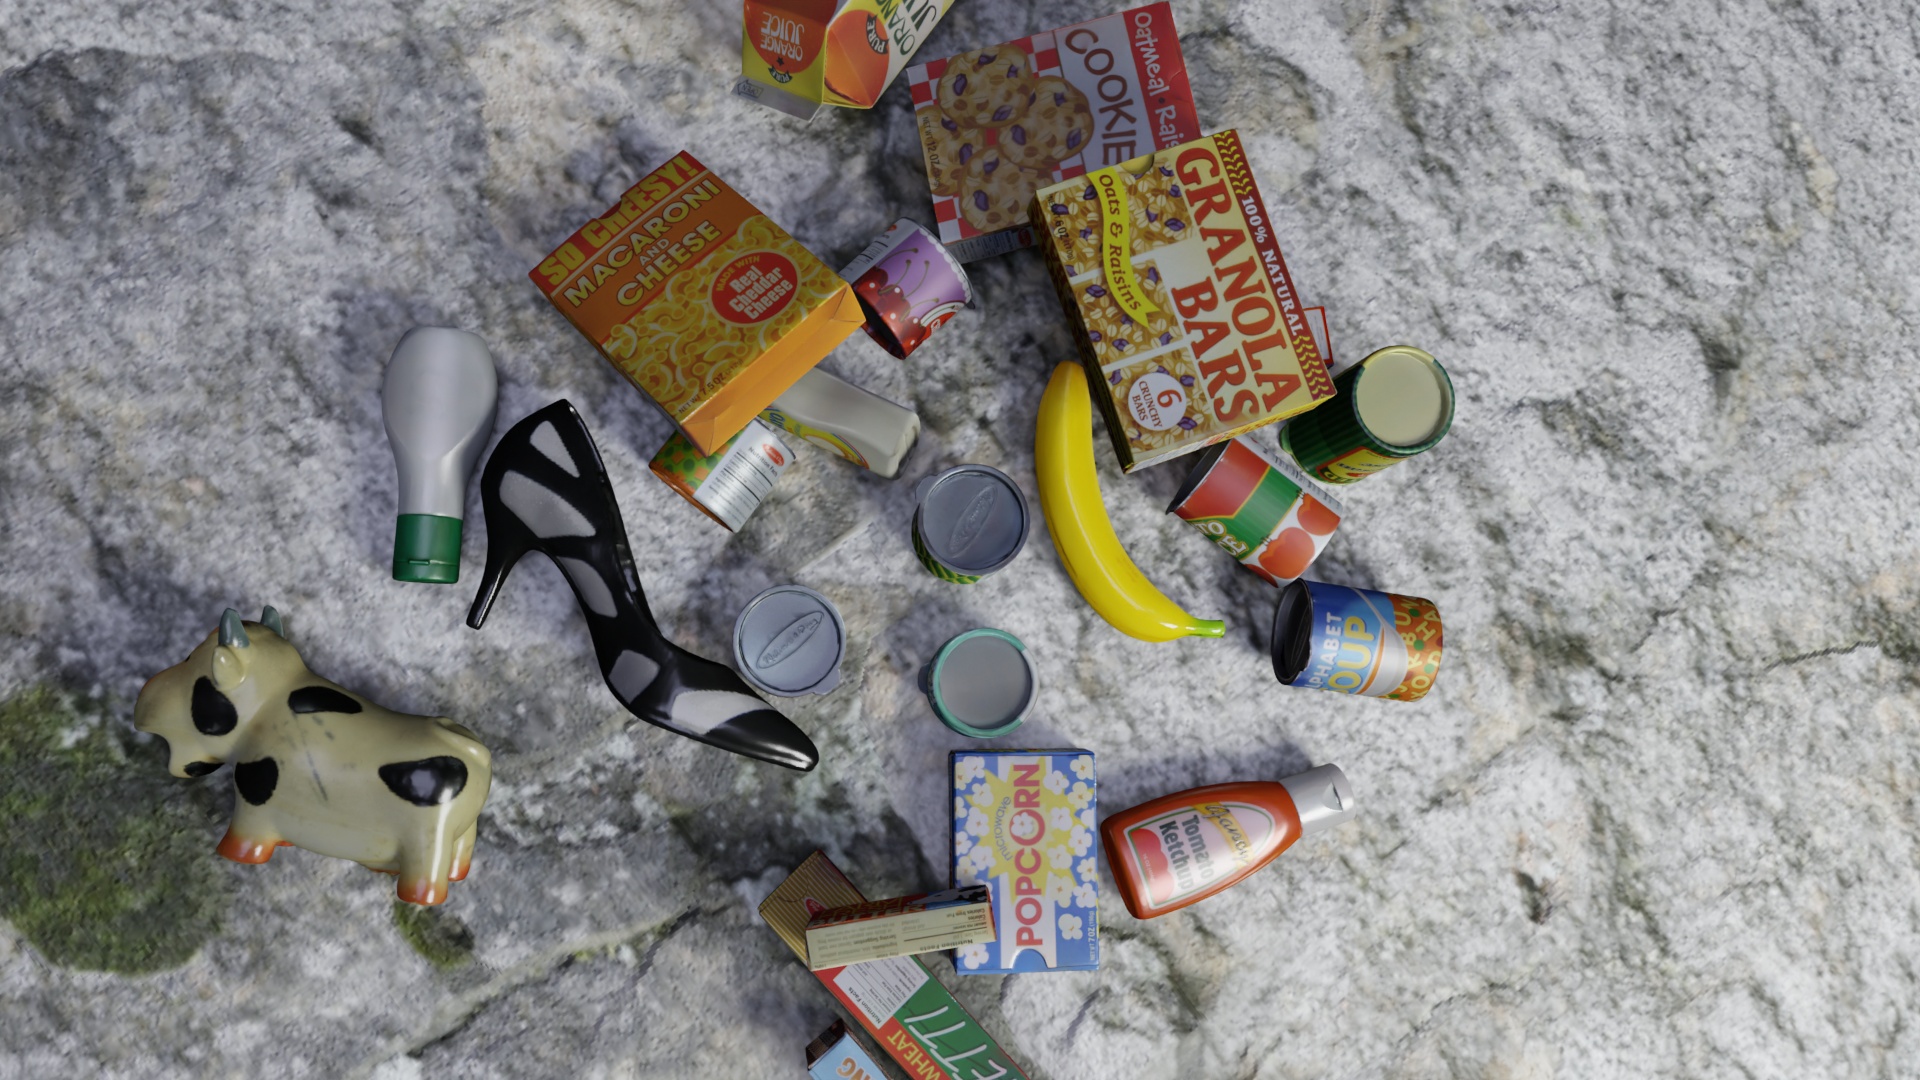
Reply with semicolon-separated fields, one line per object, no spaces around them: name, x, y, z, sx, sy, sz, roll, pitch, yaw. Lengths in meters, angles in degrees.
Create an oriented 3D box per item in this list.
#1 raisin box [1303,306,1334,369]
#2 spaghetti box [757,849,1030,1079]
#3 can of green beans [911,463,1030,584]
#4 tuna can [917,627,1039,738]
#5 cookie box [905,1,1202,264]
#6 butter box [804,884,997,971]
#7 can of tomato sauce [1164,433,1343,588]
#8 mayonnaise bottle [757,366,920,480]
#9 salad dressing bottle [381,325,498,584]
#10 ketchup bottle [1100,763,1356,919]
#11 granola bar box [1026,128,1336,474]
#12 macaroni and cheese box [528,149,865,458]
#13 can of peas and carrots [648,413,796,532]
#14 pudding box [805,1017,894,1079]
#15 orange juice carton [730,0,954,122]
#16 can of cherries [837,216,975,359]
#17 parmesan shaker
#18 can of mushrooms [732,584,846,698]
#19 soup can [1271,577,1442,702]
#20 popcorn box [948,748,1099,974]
raisin box;0.153;-0.109;0.852;0.123;0.086;0.040;-8;85;-8
spaghetti box;-0.016;0.287;0.804;0.050;0.028;0.250;-43;88;-10
can of green beans;0.005;-0.009;0.834;0.071;0.057;0.071;1;82;-6
tuna can;0.011;0.085;0.834;0.071;0.032;0.071;1;82;-7
cookie box;0.060;-0.251;0.859;0.167;0.040;0.123;-12;77;6
butter box;-0.033;0.212;0.765;0.103;0.053;0.024;-9;85;-1
can of tomato sauce;0.180;-0.019;0.853;0.083;0.071;0.071;36;80;-1
mayonnaise bottle;-0.098;-0.085;0.832;0.148;0.064;0.041;24;78;6
salad dressing bottle;-0.307;-0.049;0.812;0.064;0.044;0.147;3;83;-8
ketchup bottle;0.162;0.174;0.834;0.149;0.043;0.065;-17;84;-9
granola bar box;0.124;-0.136;0.787;0.124;0.039;0.165;-19;86;-7
macaroni and cheese box;-0.155;-0.143;0.808;0.124;0.040;0.167;-42;61;-10
can of peas and carrots;-0.142;-0.047;0.820;0.071;0.071;0.059;37;80;-1
pudding box;-0.051;0.315;0.785;0.030;0.049;0.084;-41;88;-11
orange juice carton;-0.062;-0.338;0.855;0.072;0.073;0.193;29;78;29
can of cherries;-0.034;-0.151;0.846;0.058;0.071;0.071;-43;89;-10
parmesan shaker;0.246;-0.074;0.849;0.071;0.103;0.071;1;82;-6
can of mushrooms;-0.100;0.062;0.824;0.071;0.033;0.071;1;81;-7
soup can;0.241;0.063;0.845;0.084;0.071;0.071;9;81;-6
popcorn box;0.036;0.187;0.820;0.085;0.038;0.127;0;82;-7
